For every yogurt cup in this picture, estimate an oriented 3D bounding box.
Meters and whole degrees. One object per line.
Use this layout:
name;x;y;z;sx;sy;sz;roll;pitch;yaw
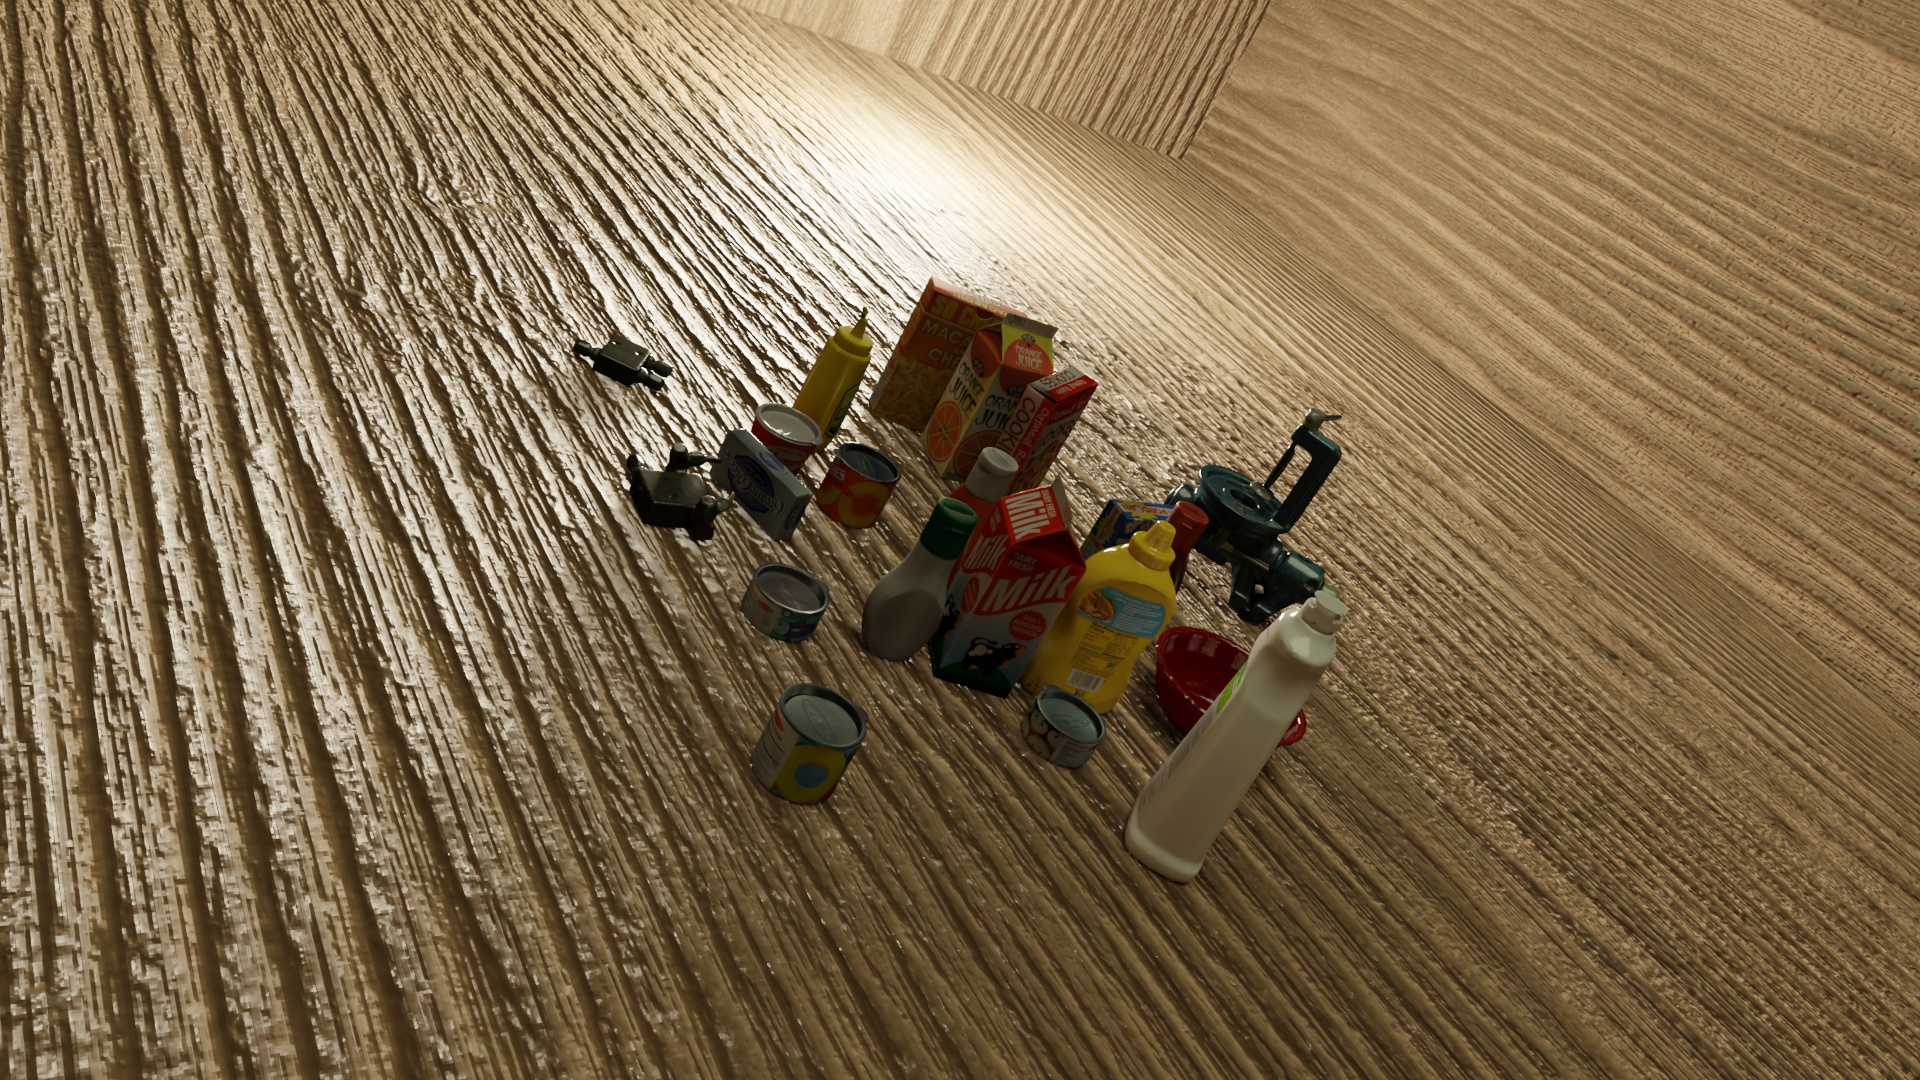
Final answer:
yogurt cup;-0.175;-0.093;1.341;0.072;0.053;0.073;23;27;-12

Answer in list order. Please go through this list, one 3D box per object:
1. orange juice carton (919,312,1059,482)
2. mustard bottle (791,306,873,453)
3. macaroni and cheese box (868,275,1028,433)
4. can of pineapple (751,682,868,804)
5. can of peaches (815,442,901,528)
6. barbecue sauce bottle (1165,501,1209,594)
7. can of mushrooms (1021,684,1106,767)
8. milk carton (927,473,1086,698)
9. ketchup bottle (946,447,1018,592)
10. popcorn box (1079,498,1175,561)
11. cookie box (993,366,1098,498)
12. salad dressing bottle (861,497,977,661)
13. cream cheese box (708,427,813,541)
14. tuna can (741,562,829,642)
orange juice carton;0.036;-0.158;1.505;0.072;0.191;0.073;10;32;-33
mustard bottle;-0.125;-0.164;1.394;0.049;0.159;0.065;32;26;5
macaroni and cheese box;-0.012;-0.197;1.556;0.124;0.165;0.040;17;29;-23
can of pineapple;-0.106;0.145;0.987;0.071;0.057;0.071;23;27;-12
can of peaches;-0.101;-0.053;1.339;0.071;0.057;0.071;23;27;-12
barbecue sauce bottle;0.194;0.030;1.380;0.065;0.148;0.044;31;26;3
can of mushrooms;0.086;0.158;1.180;0.071;0.033;0.071;23;27;-12
milk carton;0.045;0.035;1.179;0.073;0.189;0.073;19;28;-20
ketchup bottle;0.005;-0.016;1.275;0.043;0.148;0.065;2;37;-43
popcorn box;0.194;0.002;1.499;0.127;0.085;0.038;5;35;-40
cookie box;0.072;-0.097;1.462;0.040;0.166;0.123;35;27;12
salad dressing bottle;-0.033;0.033;1.155;0.064;0.147;0.044;18;28;-22
cream cheese box;-0.182;-0.051;1.261;0.104;0.053;0.024;43;29;25
tuna can;-0.143;0.051;1.144;0.071;0.032;0.071;23;27;-12
